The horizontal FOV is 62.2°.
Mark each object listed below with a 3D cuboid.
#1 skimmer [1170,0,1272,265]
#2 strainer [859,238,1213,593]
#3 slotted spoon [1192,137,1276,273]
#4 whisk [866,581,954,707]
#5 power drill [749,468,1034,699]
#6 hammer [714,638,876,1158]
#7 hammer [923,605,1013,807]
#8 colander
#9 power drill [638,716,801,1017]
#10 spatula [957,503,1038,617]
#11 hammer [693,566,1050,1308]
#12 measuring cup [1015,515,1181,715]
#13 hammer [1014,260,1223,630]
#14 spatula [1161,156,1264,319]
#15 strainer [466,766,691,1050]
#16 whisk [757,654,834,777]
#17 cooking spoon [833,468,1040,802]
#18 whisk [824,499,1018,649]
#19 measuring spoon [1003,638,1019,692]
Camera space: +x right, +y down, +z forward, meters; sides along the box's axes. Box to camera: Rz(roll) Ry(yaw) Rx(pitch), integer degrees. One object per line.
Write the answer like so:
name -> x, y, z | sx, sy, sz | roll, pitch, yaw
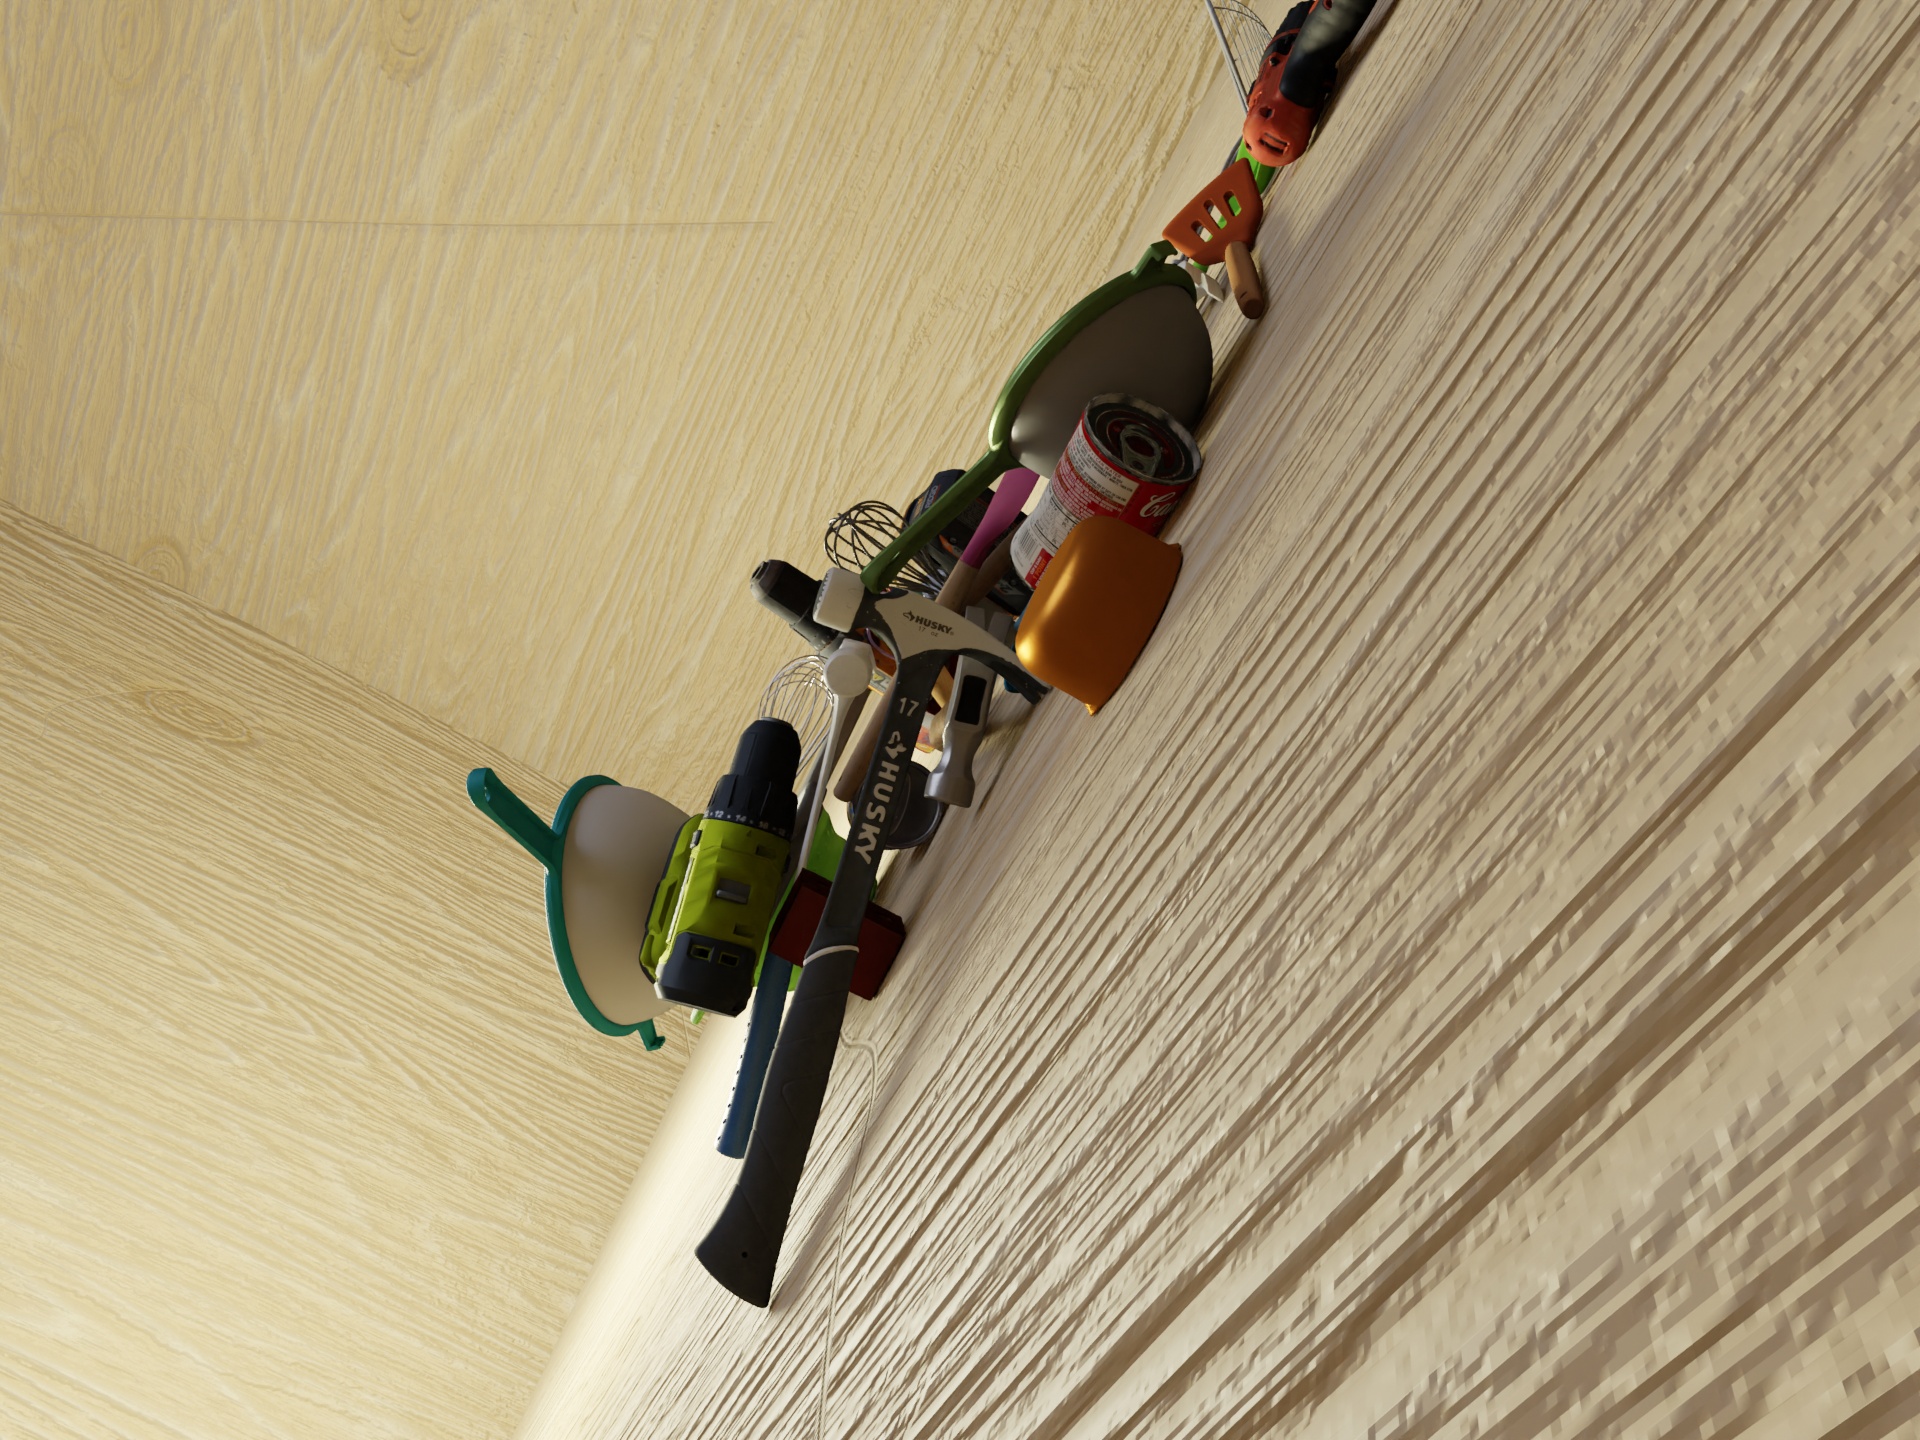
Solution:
skimmer -> 0.185, -0.443, 1.355 | 0.363, 0.090, 0.127 | -66, -27, -7
strainer -> 0.054, -0.147, 0.913 | 0.256, 0.069, 0.151 | -42, -17, 4
slotted spoon -> 0.167, -0.315, 1.224 | 0.313, 0.031, 0.070 | -63, 15, 20
whisk -> -0.028, -0.053, 1.240 | 0.051, 0.047, 0.244 | -27, -25, 4
power drill -> -0.052, -0.112, 1.302 | 0.226, 0.185, 0.084 | -37, 27, 45
hammer -> -0.124, 0.134, 1.200 | 0.144, 0.035, 0.405 | -91, 15, -80
hammer -> -0.002, -0.004, 1.139 | 0.331, 0.031, 0.130 | 137, 147, -86
colander -> -0.109, 0.103, 1.394 | 0.204, 0.094, 0.397 | -56, 9, 50
power drill -> -0.161, 0.107, 1.092 | 0.228, 0.080, 0.191 | 140, 145, -72
spatula -> 0.051, -0.141, 1.199 | 0.316, 0.018, 0.059 | -52, -37, -54
hammer -> -0.062, 0.114, 0.888 | 0.036, 0.149, 0.409 | 128, 159, -67
measuring cup -> 0.057, -0.054, 0.811 | 0.095, 0.052, 0.173 | -63, 7, -5
hammer -> 0.105, -0.187, 1.091 | 0.128, 0.033, 0.331 | -40, 24, 60
spatula -> 0.173, -0.304, 1.026 | 0.081, 0.041, 0.323 | -39, 16, 22
strainer -> -0.257, 0.113, 1.219 | 0.340, 0.095, 0.211 | 64, -159, -59
whisk -> -0.171, 0.073, 1.348 | 0.070, 0.070, 0.284 | -83, 16, -76
cooking spoon -> -0.006, -0.081, 1.043 | 0.319, 0.017, 0.069 | -61, 15, 15
whisk -> -0.018, -0.093, 1.120 | 0.238, 0.055, 0.055 | 30, -94, -53
measuring spoon -> 0.062, -0.047, 0.966 | 0.128, 0.021, 0.042 | -34, 43, 61
